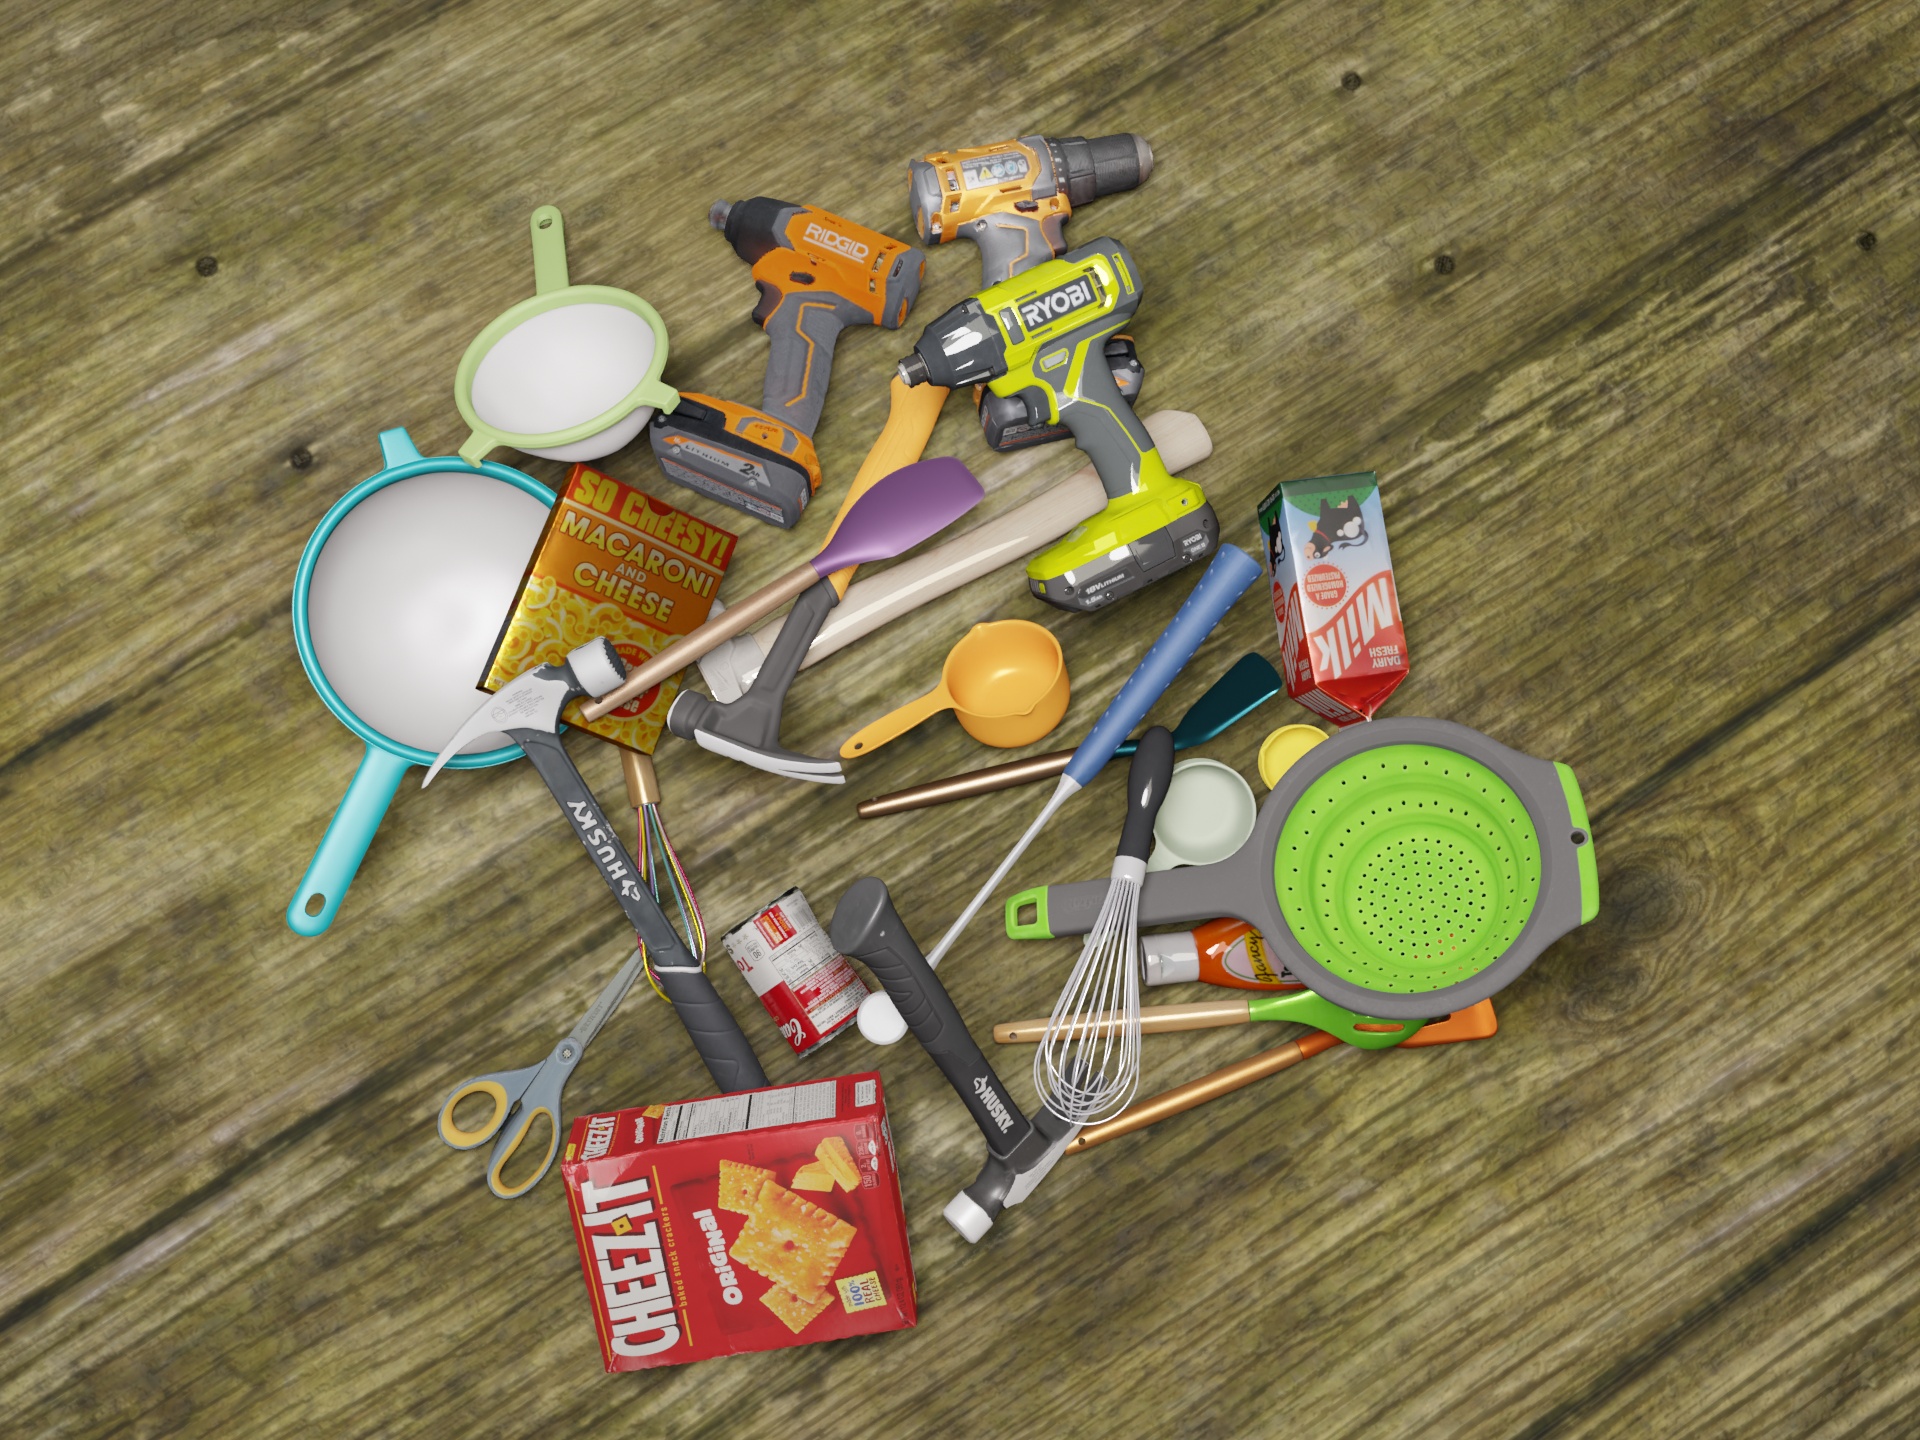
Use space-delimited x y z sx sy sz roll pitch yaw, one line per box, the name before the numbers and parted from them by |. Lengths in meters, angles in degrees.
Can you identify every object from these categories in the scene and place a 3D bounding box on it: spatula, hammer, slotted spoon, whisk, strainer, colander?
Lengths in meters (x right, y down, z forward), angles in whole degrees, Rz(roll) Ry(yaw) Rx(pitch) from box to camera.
spatula | 0.076 0.019 1.158 0.317 0.082 0.044 -14 111 0
spatula | 0.223 0.247 1.144 0.322 0.041 0.081 -21 83 -4
hammer | -0.205 0.153 1.073 0.149 0.036 0.408 -27 105 2
hammer | 0.069 0.049 1.089 0.035 0.144 0.405 38 88 6
hammer | -0.078 -0.115 1.126 0.127 0.034 0.337 19 68 14
slotted spoon | 0.179 0.211 1.130 0.314 0.031 0.070 -6 100 7
whisk | -0.222 0.082 1.134 0.047 0.051 0.245 -10 79 -21
spatula | -0.123 -0.091 1.089 0.316 0.018 0.060 -34 68 -12
strainer | -0.280 -0.269 1.140 0.151 0.069 0.257 -16 54 0
strainer | -0.379 -0.015 1.099 0.210 0.095 0.340 27 79 -23
hammer | 0.006 -0.110 1.154 0.410 0.038 0.146 -28 64 -8
hammer | -0.001 0.208 1.025 0.146 0.334 0.035 -43 45 -17
colander | 0.229 0.121 1.101 0.397 0.094 0.205 -10 65 21
whisk | 0.106 0.132 1.068 0.070 0.070 0.285 16 68 -1

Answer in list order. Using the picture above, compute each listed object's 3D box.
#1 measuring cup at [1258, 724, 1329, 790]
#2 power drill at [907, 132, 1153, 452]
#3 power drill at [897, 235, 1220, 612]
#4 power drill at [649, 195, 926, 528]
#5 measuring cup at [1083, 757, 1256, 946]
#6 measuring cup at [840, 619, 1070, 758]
measuring cup | 0.232 0.077 1.176 0.062 0.029 0.156 18 95 -3
power drill | 0.073 -0.330 1.182 0.185 0.084 0.226 -13 80 -6
power drill | 0.070 -0.194 1.090 0.171 0.080 0.223 -26 102 -7
power drill | -0.142 -0.273 1.163 0.164 0.084 0.226 23 80 2
measuring cup | 0.145 0.099 1.163 0.083 0.038 0.167 39 98 -5
measuring cup | -0.002 -0.004 1.143 0.173 0.052 0.095 -28 50 -1
